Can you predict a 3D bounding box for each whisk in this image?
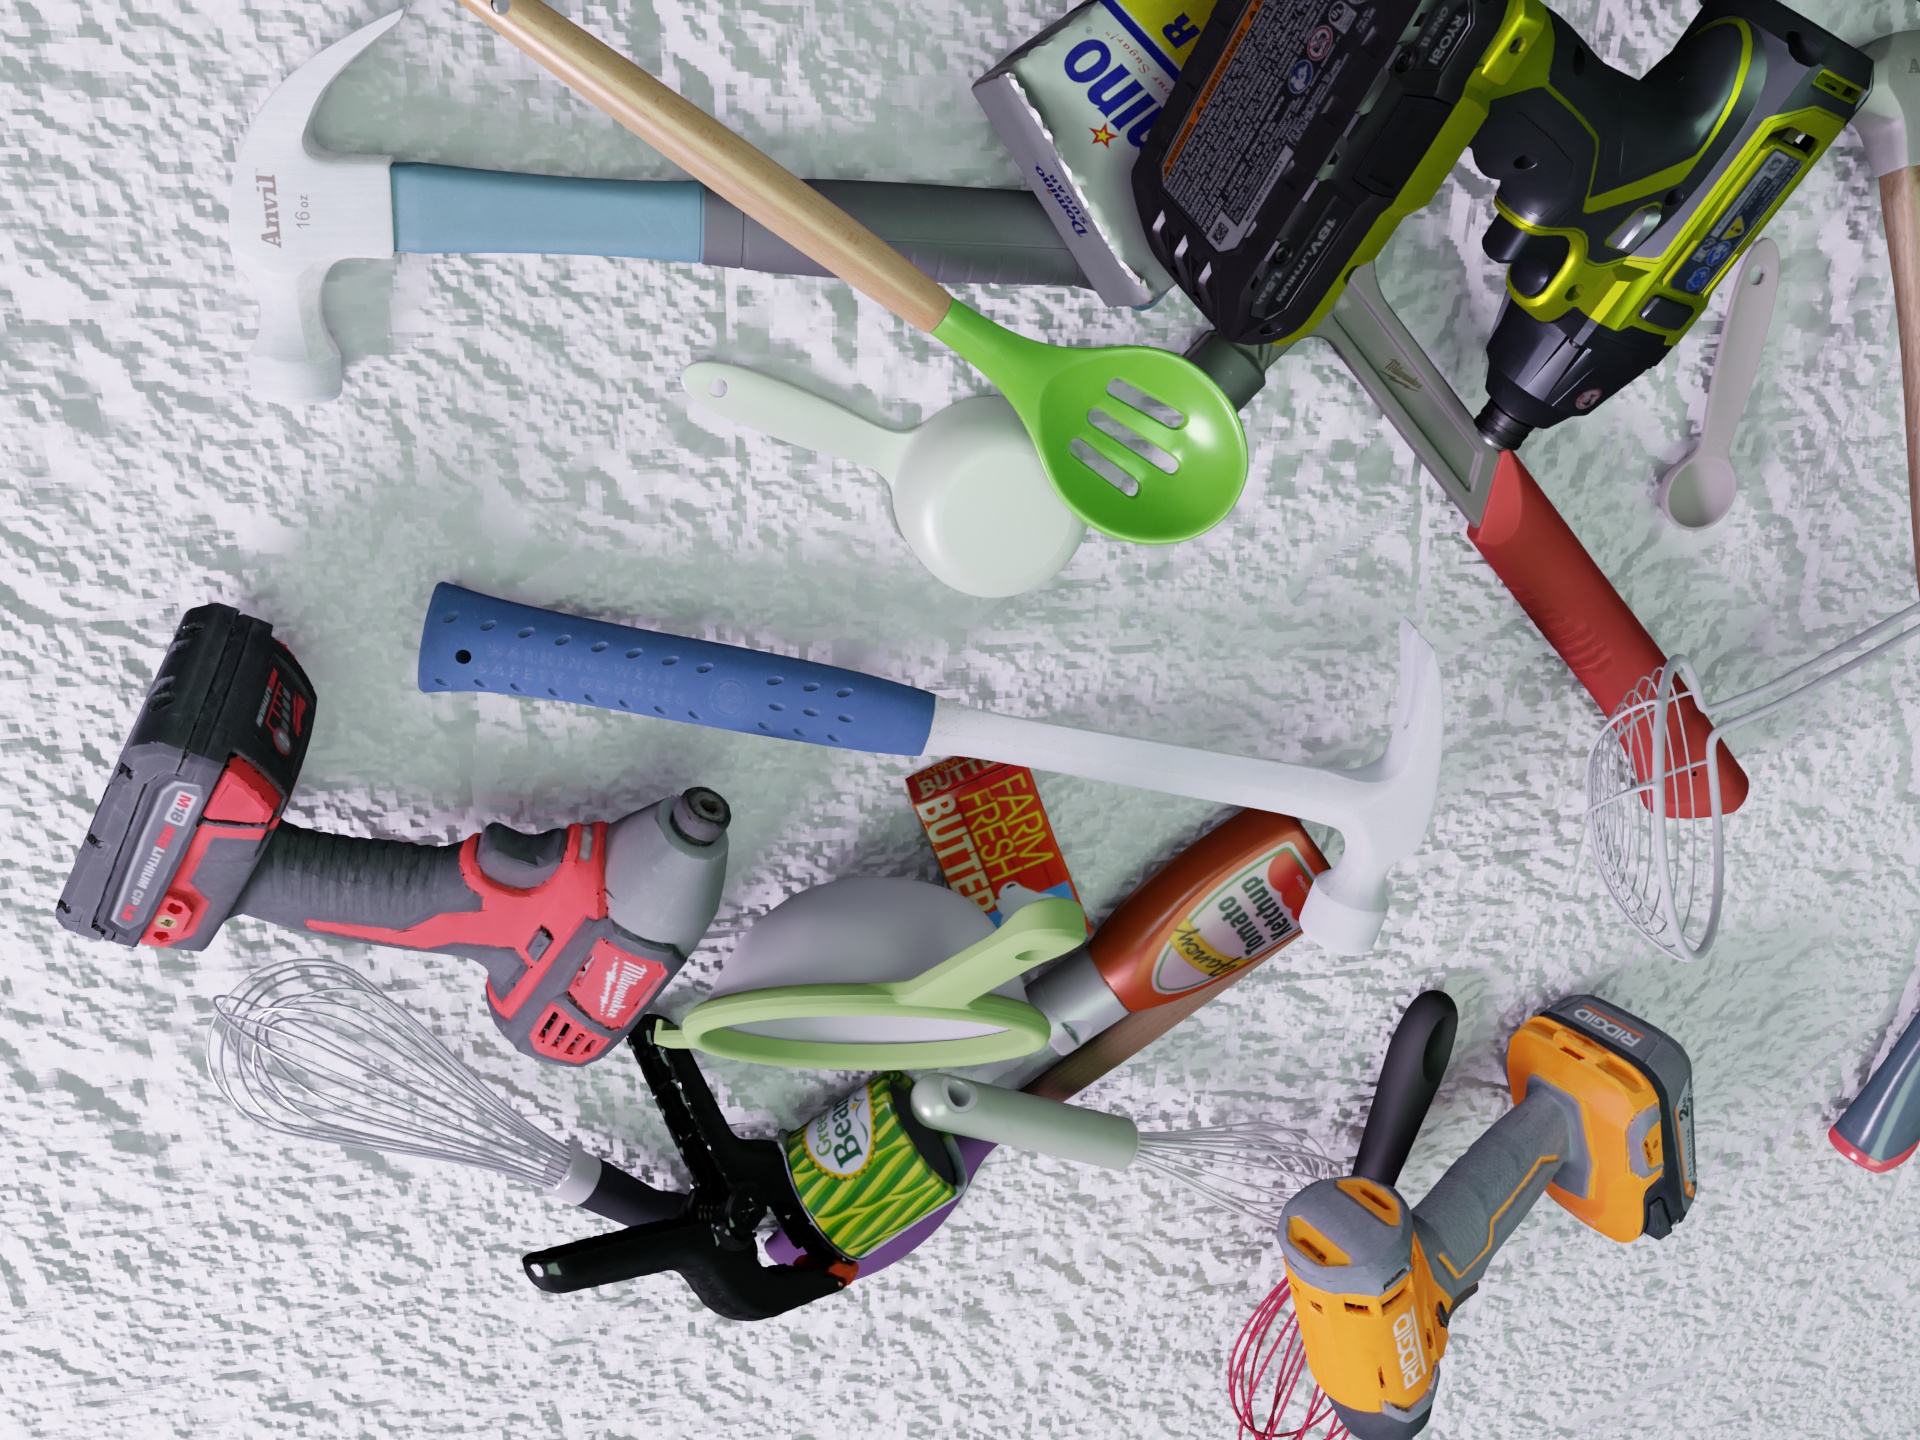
[{"bbox_3d":[0.203,0.273,0.832,0.073,0.073,0.295,9,107,-18],"label":"whisk"},{"bbox_3d":[-0.194,0.185,0.689,0.070,0.070,0.284,-46,122,10],"label":"whisk"},{"bbox_3d":[0.084,0.204,0.758,0.246,0.058,0.059,20,134,-25],"label":"whisk"}]

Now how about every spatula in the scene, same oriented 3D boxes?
[{"bbox_3d":[0.042,0.181,0.766,0.316,0.018,0.059,-37,115,7],"label":"spatula"}]

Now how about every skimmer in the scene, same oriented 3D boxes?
[{"bbox_3d":[0.416,-0.022,0.690,0.363,0.090,0.127,-27,114,-11],"label":"skimmer"}]

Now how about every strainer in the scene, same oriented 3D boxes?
[{"bbox_3d":[-0.018,0.084,0.617,0.151,0.069,0.256,8,156,-21],"label":"strainer"}]

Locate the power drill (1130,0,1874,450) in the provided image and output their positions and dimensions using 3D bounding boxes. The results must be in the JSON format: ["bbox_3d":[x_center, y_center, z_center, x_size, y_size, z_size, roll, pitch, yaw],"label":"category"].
[{"bbox_3d":[0.175,-0.172,0.524,0.223,0.080,0.171,3,133,-35],"label":"power drill"}]

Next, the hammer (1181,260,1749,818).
[{"bbox_3d":[0.251,-0.080,0.681,0.149,0.037,0.358,-43,117,9],"label":"hammer"}]

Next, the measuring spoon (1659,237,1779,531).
[{"bbox_3d":[0.326,-0.144,0.684,0.034,0.018,0.124,4,108,-14],"label":"measuring spoon"}]

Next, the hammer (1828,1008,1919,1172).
[{"bbox_3d":[0.564,0.075,0.834,0.143,0.038,0.386,16,110,-19],"label":"hammer"}]

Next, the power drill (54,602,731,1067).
[{"bbox_3d":[-0.199,0.050,0.597,0.219,0.079,0.143,24,124,-26],"label":"power drill"}]

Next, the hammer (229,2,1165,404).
[{"bbox_3d":[-0.077,-0.172,0.556,0.331,0.033,0.128,-1,117,-14],"label":"hammer"}]

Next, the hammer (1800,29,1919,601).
[{"bbox_3d":[0.402,-0.108,0.645,0.130,0.031,0.331,-12,97,-14],"label":"hammer"}]

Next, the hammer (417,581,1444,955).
[{"bbox_3d":[-0.001,-0.002,0.627,0.405,0.035,0.144,10,114,-10],"label":"hammer"}]

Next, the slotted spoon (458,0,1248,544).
[{"bbox_3d":[-0.027,-0.155,0.544,0.313,0.031,0.070,30,102,-24],"label":"slotted spoon"}]

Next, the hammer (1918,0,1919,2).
[{"bbox_3d":[0.344,-0.443,0.492,0.146,0.038,0.410,7,129,31],"label":"hammer"}]

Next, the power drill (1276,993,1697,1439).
[{"bbox_3d":[0.260,0.255,0.786,0.226,0.084,0.164,-29,121,-21],"label":"power drill"}]

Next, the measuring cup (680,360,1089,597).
[{"bbox_3d":[-0.025,-0.097,0.601,0.167,0.038,0.083,18,110,-23],"label":"measuring cup"}]

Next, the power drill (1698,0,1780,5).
[{"bbox_3d":[0.202,-0.323,0.497,0.228,0.080,0.190,-13,112,-26],"label":"power drill"}]
